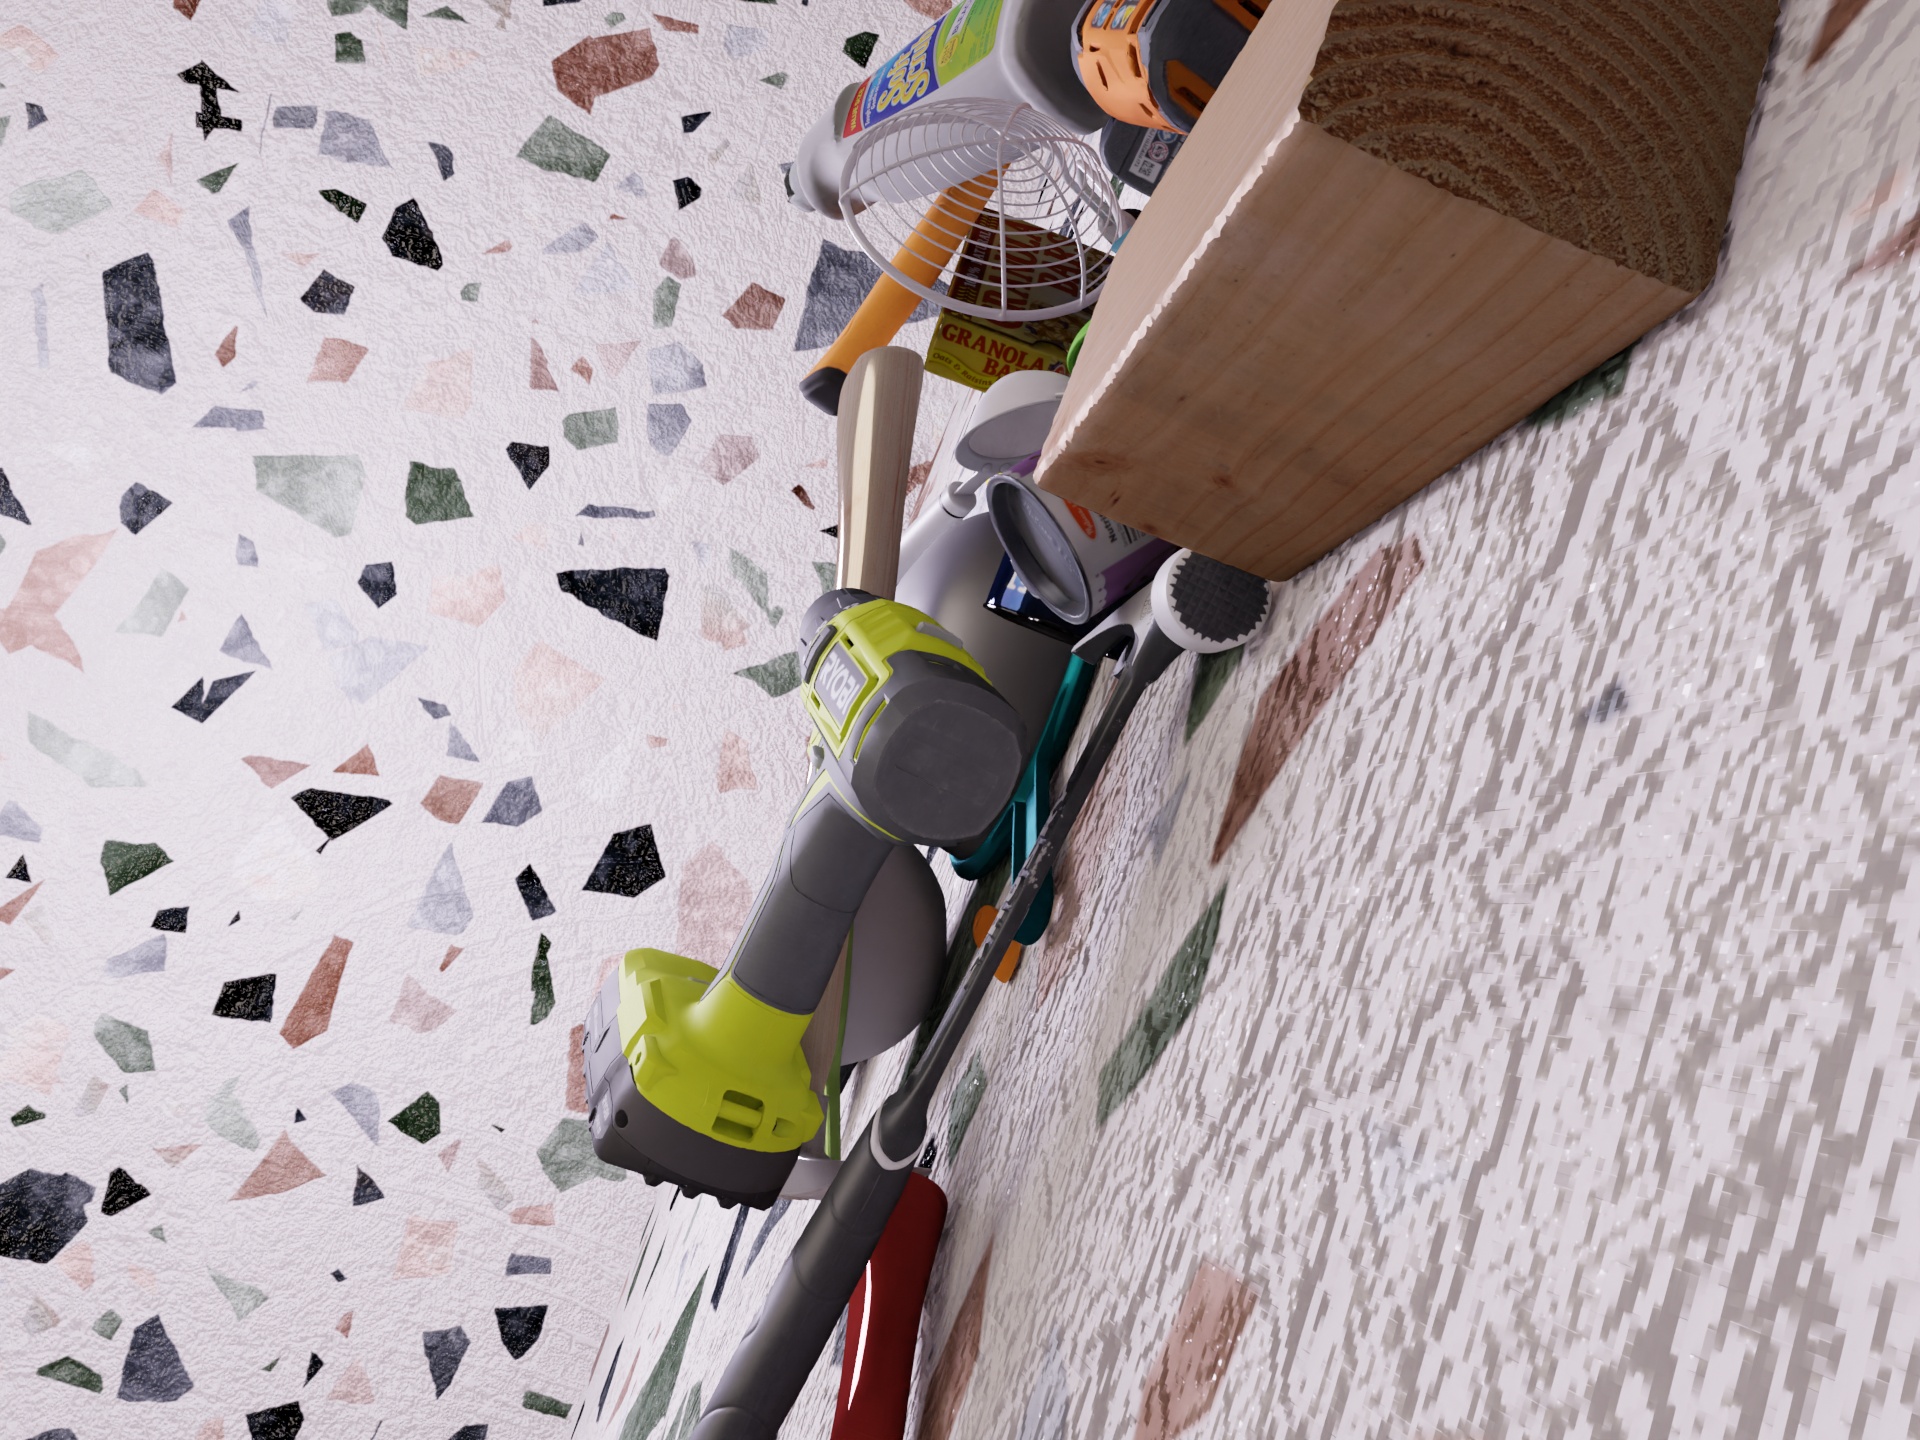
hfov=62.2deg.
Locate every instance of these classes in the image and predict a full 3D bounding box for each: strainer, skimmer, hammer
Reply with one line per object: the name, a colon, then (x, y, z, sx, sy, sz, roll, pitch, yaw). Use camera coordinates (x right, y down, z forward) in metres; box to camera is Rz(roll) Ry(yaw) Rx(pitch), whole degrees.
strainer: (-0.040, 0.159, 0.804, 0.151, 0.069, 0.257, 111, 159, -61)
strainer: (-0.001, -0.002, 0.776, 0.341, 0.095, 0.211, -86, 19, -65)
skimmer: (0.051, -0.235, 0.804, 0.090, 0.127, 0.363, -56, -10, 15)
hammer: (-0.049, 0.010, 0.739, 0.146, 0.038, 0.411, -15, 63, 50)
hammer: (0.013, -0.318, 0.912, 0.337, 0.034, 0.127, -55, 18, 1)
strainer: (0.001, -0.126, 0.864, 0.258, 0.086, 0.050, -39, 63, 48)
hammer: (-0.015, 0.125, 0.558, 0.409, 0.036, 0.149, -61, 4, -5)
hammer: (-0.037, 0.282, 0.476, 0.359, 0.036, 0.149, -80, 13, -54)

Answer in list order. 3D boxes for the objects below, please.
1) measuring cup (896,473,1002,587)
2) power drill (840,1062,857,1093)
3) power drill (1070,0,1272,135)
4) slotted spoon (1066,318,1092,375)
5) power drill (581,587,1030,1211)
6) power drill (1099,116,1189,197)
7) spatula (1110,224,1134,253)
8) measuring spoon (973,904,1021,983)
measuring cup: (0.006, -0.120, 0.930, 0.156, 0.062, 0.029, -28, 56, 33)
power drill: (-0.109, 0.208, 1.066, 0.223, 0.080, 0.171, 128, 162, -56)
power drill: (0.127, -0.353, 0.660, 0.226, 0.084, 0.164, -57, 24, 13)
slotted spoon: (0.116, -0.197, 0.682, 0.314, 0.070, 0.031, 170, 89, -75)
power drill: (-0.067, 0.057, 0.638, 0.228, 0.080, 0.191, -61, 23, 9)
power drill: (0.150, -0.385, 0.842, 0.226, 0.084, 0.185, -71, 8, -52)
spatula: (0.086, -0.159, 0.685, 0.082, 0.044, 0.317, -39, -12, -8)
measuring spoon: (0.013, 0.099, 0.725, 0.117, 0.011, 0.021, -156, 87, -83)
